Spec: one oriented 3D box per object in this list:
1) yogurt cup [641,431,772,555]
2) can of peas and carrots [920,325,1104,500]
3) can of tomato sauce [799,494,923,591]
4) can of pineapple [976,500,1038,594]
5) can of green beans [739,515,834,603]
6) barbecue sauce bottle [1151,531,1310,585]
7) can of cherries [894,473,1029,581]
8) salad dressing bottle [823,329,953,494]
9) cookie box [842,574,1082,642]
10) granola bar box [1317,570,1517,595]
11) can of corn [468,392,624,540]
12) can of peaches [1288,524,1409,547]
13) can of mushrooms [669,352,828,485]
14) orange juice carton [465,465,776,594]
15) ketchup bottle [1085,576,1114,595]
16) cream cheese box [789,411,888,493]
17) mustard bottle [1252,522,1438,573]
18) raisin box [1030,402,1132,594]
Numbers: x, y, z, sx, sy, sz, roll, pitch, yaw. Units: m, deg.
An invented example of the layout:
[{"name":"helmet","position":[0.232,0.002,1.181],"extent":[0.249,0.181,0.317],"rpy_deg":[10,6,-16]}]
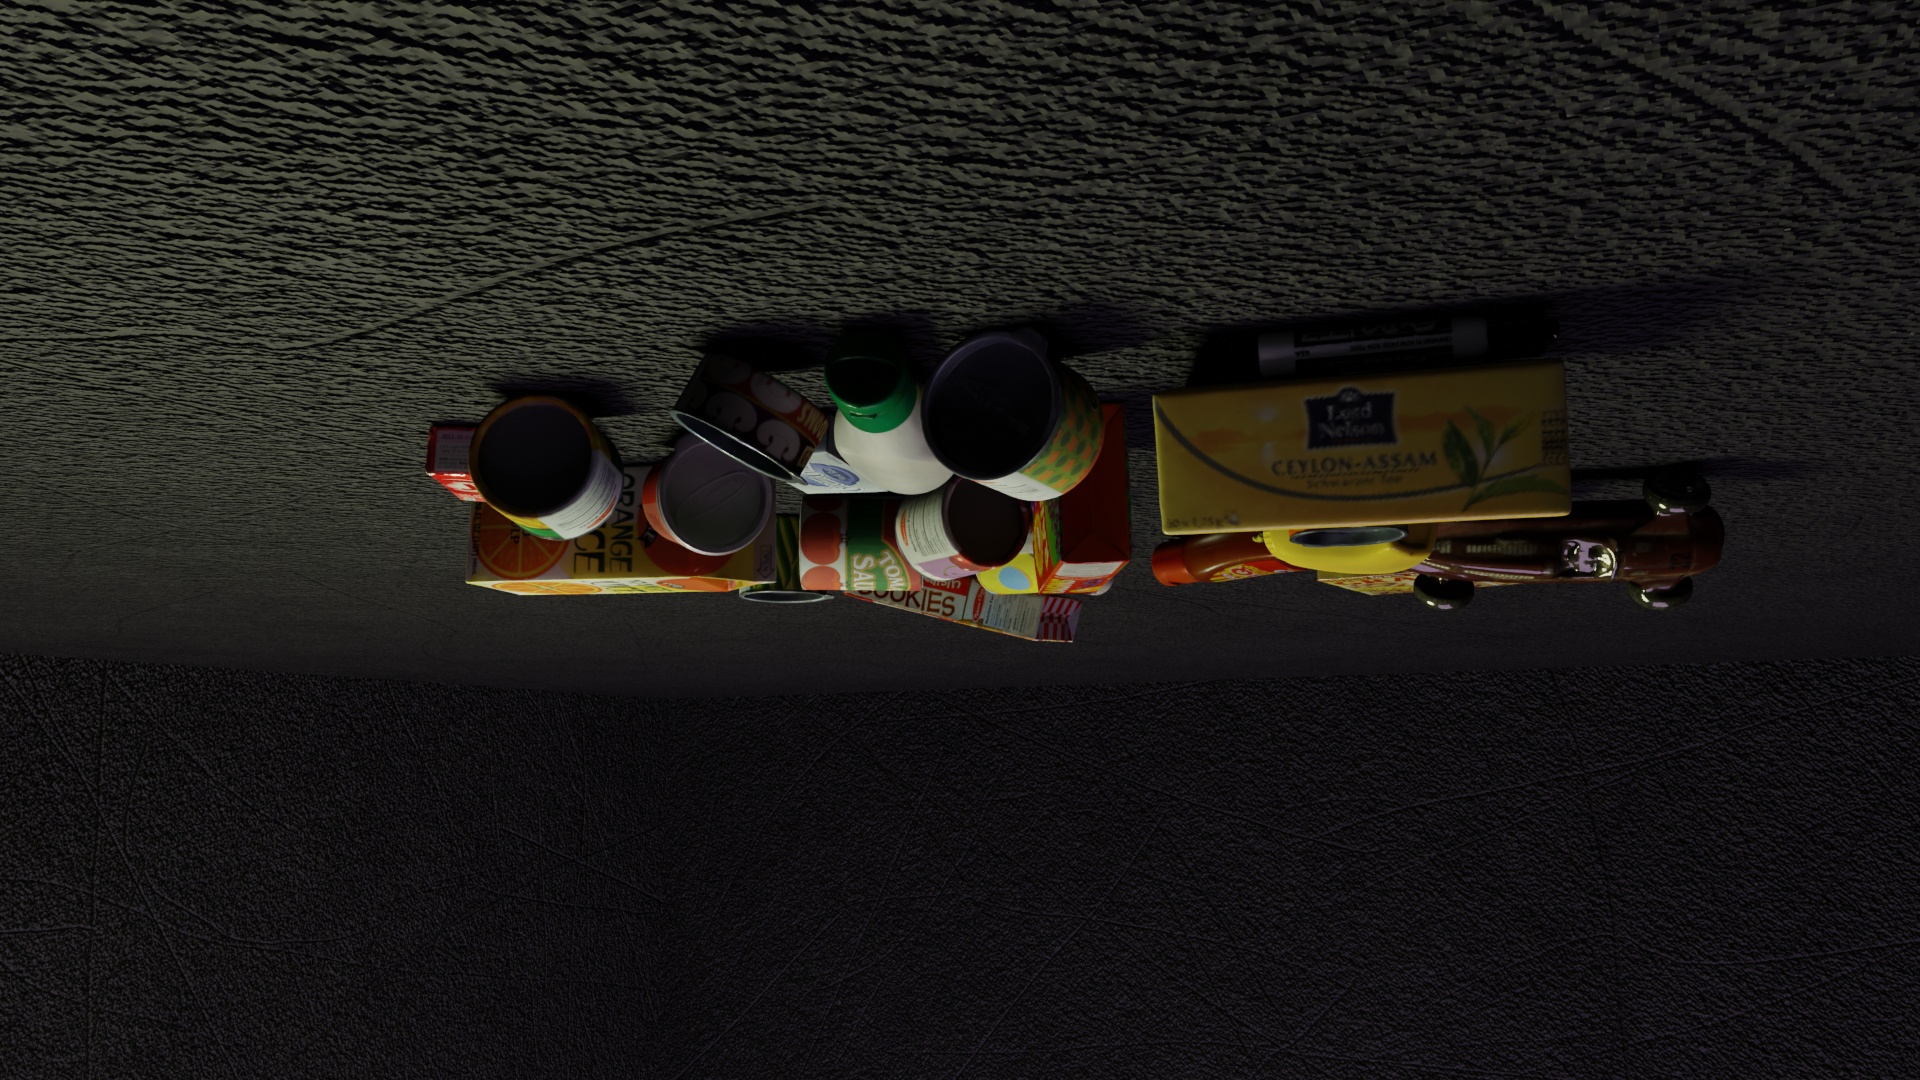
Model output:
[{"name":"yogurt cup","position":[-0.149,-0.025,0.800],"extent":[0.072,0.072,0.054],"rpy_deg":[6,176,-30]},{"name":"can of peas and carrots","position":[0.025,-0.056,0.618],"extent":[0.071,0.071,0.059],"rpy_deg":[-5,169,25]},{"name":"can of tomato sauce","position":[-0.066,0.003,0.946],"extent":[0.083,0.071,0.071],"rpy_deg":[1,170,-2]},{"name":"can of pineapple","position":[0.048,0.005,0.967],"extent":[0.058,0.071,0.071],"rpy_deg":[-5,169,31]},{"name":"can of green beans","position":[-0.133,0.015,1.051],"extent":[0.071,0.058,0.071],"rpy_deg":[0,170,0]},{"name":"barbecue sauce bottle","position":[0.209,0.009,1.066],"extent":[0.065,0.044,0.148],"rpy_deg":[5,169,-34]},{"name":"can of cherries","position":[0.003,-0.011,0.880],"extent":[0.071,0.071,0.058],"rpy_deg":[6,167,-32]},{"name":"salad dressing bottle","position":[-0.034,-0.059,0.661],"extent":[0.064,0.044,0.147],"rpy_deg":[6,170,6]},{"name":"cookie box","position":[0.003,0.047,1.148],"extent":[0.167,0.040,0.123],"rpy_deg":[13,180,19]},{"name":"granola bar box","position":[0.386,0.014,1.113],"extent":[0.165,0.039,0.124],"rpy_deg":[-7,169,36]},{"name":"can of corn","position":[-0.214,-0.039,0.714],"extent":[0.071,0.071,0.058],"rpy_deg":[0,169,-2]},{"name":"can of peaches","position":[0.219,-0.029,0.796],"extent":[0.071,0.058,0.071],"rpy_deg":[-1,171,0]},{"name":"can of mushrooms","position":[-0.094,-0.054,0.634],"extent":[0.071,0.033,0.071],"rpy_deg":[27,170,5]},{"name":"orange juice carton","position":[-0.209,-0.006,0.887],"extent":[0.193,0.072,0.073],"rpy_deg":[-2,171,10]},{"name":"ketchup bottle","position":[0.076,0.019,1.124],"extent":[0.064,0.043,0.149],"rpy_deg":[0,173,34]},{"name":"cream cheese box","position":[-0.080,-0.048,0.781],"extent":[0.053,0.024,0.103],"rpy_deg":[-2,170,16]},{"name":"mustard bottle","position":[0.244,-0.009,0.913],"extent":[0.049,0.065,0.160],"rpy_deg":[10,173,-22]},{"name":"raisin box","position":[0.064,-0.019,0.767],"extent":[0.040,0.086,0.123],"rpy_deg":[-1,170,-3]}]
